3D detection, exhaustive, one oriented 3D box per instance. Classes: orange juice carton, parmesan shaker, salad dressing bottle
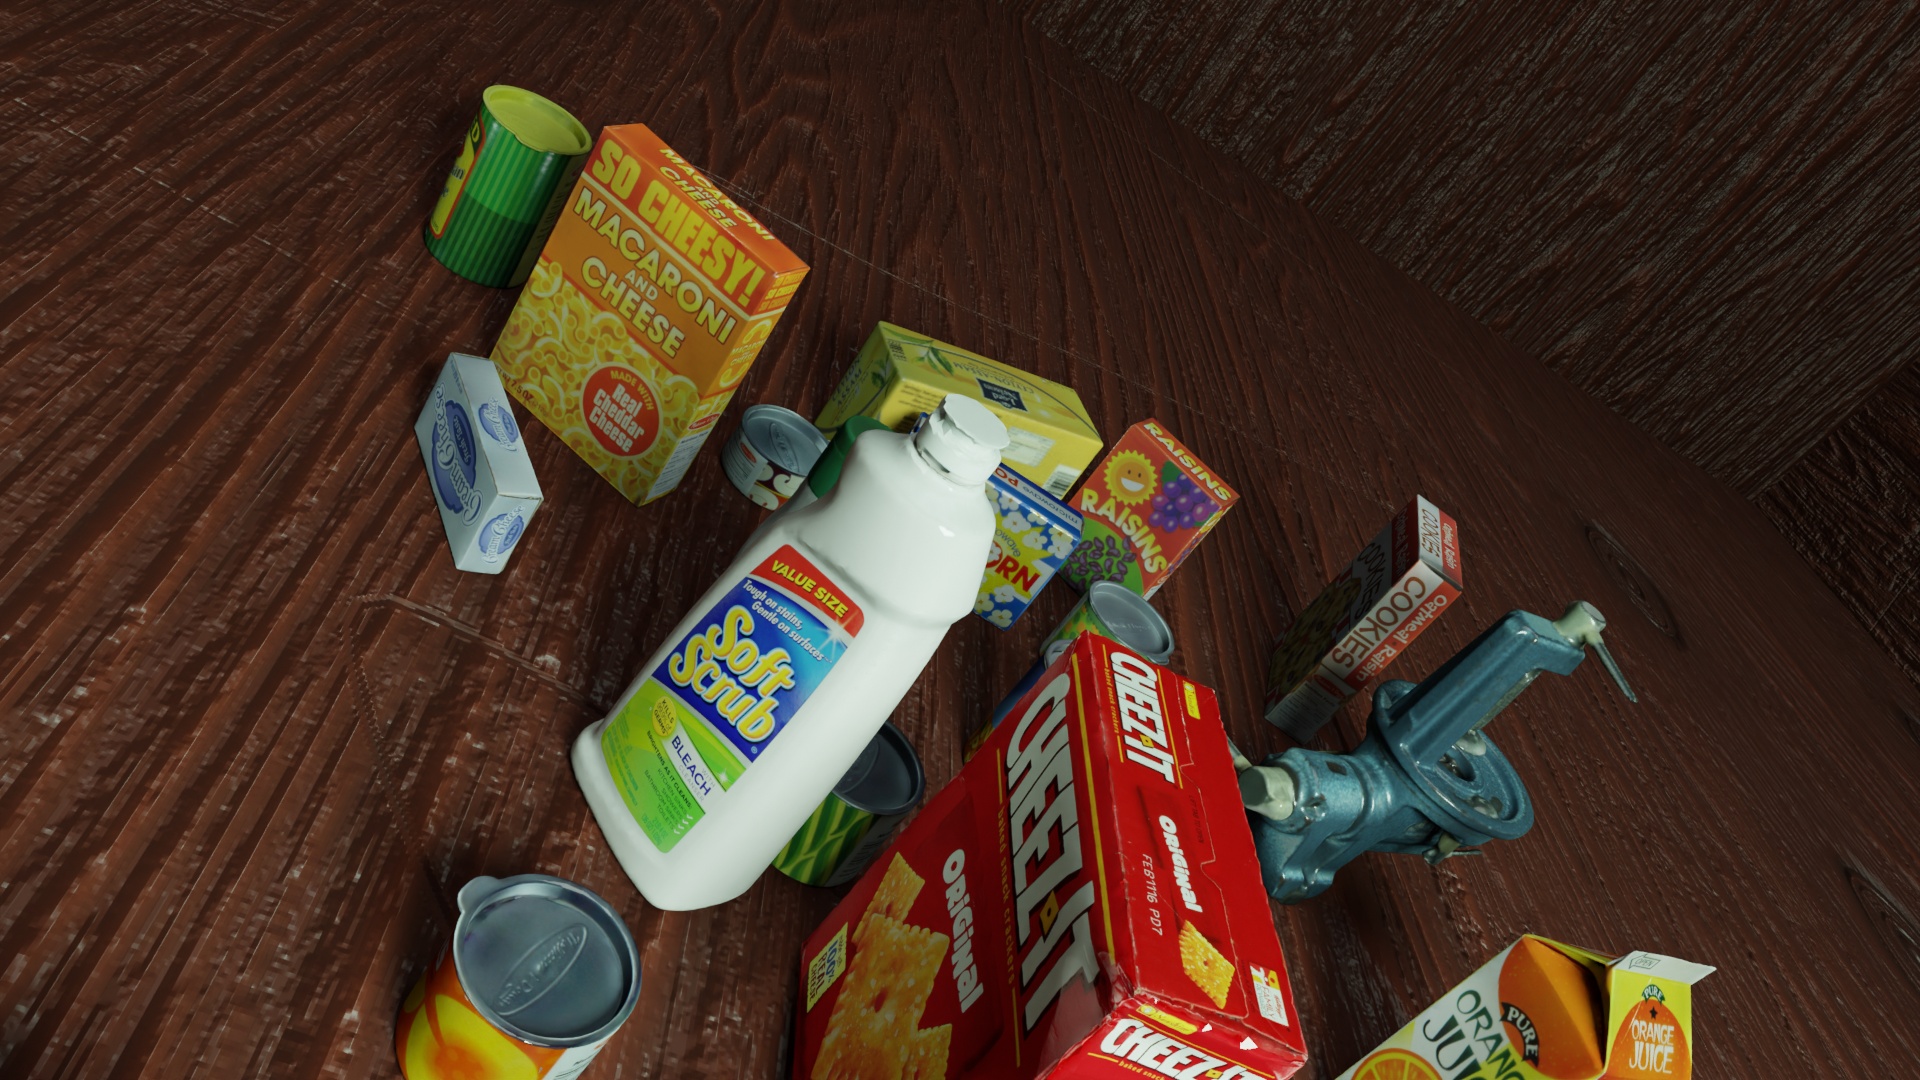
[{"bbox_3d":[0.274,0.257,0.676,0.072,0.191,0.073,19,33,-30],"label":"orange juice carton"},{"bbox_3d":[-0.275,-0.211,0.839,0.071,0.102,0.072,28,30,-17],"label":"parmesan shaker"},{"bbox_3d":[-0.079,0.002,0.700,0.044,0.147,0.064,47,30,17],"label":"salad dressing bottle"}]

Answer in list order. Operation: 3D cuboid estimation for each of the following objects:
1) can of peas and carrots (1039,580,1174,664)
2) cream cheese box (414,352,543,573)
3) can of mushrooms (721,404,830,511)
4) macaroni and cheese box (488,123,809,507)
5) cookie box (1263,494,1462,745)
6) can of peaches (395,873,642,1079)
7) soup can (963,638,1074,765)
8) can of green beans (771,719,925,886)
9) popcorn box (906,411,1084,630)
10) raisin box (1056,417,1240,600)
[{"bbox_3d":[0.094,0.070,0.887,0.071,0.058,0.071,28,30,-17],"label":"can of peas and carrots"},{"bbox_3d":[-0.238,-0.038,0.681,0.024,0.053,0.104,8,40,-43],"label":"cream cheese box"},{"bbox_3d":[-0.110,-0.050,0.860,0.071,0.033,0.071,28,30,-17],"label":"can of mushrooms"},{"bbox_3d":[-0.173,-0.121,0.755,0.124,0.165,0.040,41,28,7],"label":"macaroni and cheese box"},{"bbox_3d":[0.295,0.057,1.017,0.040,0.166,0.123,37,28,-1],"label":"cookie box"},{"bbox_3d":[-0.155,0.158,0.481,0.071,0.057,0.071,28,30,-17],"label":"can of peaches"},{"bbox_3d":[0.050,0.107,0.758,0.071,0.083,0.072,28,30,-17],"label":"soup can"},{"bbox_3d":[-0.059,0.118,0.647,0.071,0.057,0.071,28,30,-17],"label":"can of green beans"},{"bbox_3d":[0.003,-0.011,0.877,0.126,0.085,0.038,32,29,-9],"label":"popcorn box"},{"bbox_3d":[0.121,-0.012,0.971,0.086,0.123,0.040,45,29,14],"label":"raisin box"}]
